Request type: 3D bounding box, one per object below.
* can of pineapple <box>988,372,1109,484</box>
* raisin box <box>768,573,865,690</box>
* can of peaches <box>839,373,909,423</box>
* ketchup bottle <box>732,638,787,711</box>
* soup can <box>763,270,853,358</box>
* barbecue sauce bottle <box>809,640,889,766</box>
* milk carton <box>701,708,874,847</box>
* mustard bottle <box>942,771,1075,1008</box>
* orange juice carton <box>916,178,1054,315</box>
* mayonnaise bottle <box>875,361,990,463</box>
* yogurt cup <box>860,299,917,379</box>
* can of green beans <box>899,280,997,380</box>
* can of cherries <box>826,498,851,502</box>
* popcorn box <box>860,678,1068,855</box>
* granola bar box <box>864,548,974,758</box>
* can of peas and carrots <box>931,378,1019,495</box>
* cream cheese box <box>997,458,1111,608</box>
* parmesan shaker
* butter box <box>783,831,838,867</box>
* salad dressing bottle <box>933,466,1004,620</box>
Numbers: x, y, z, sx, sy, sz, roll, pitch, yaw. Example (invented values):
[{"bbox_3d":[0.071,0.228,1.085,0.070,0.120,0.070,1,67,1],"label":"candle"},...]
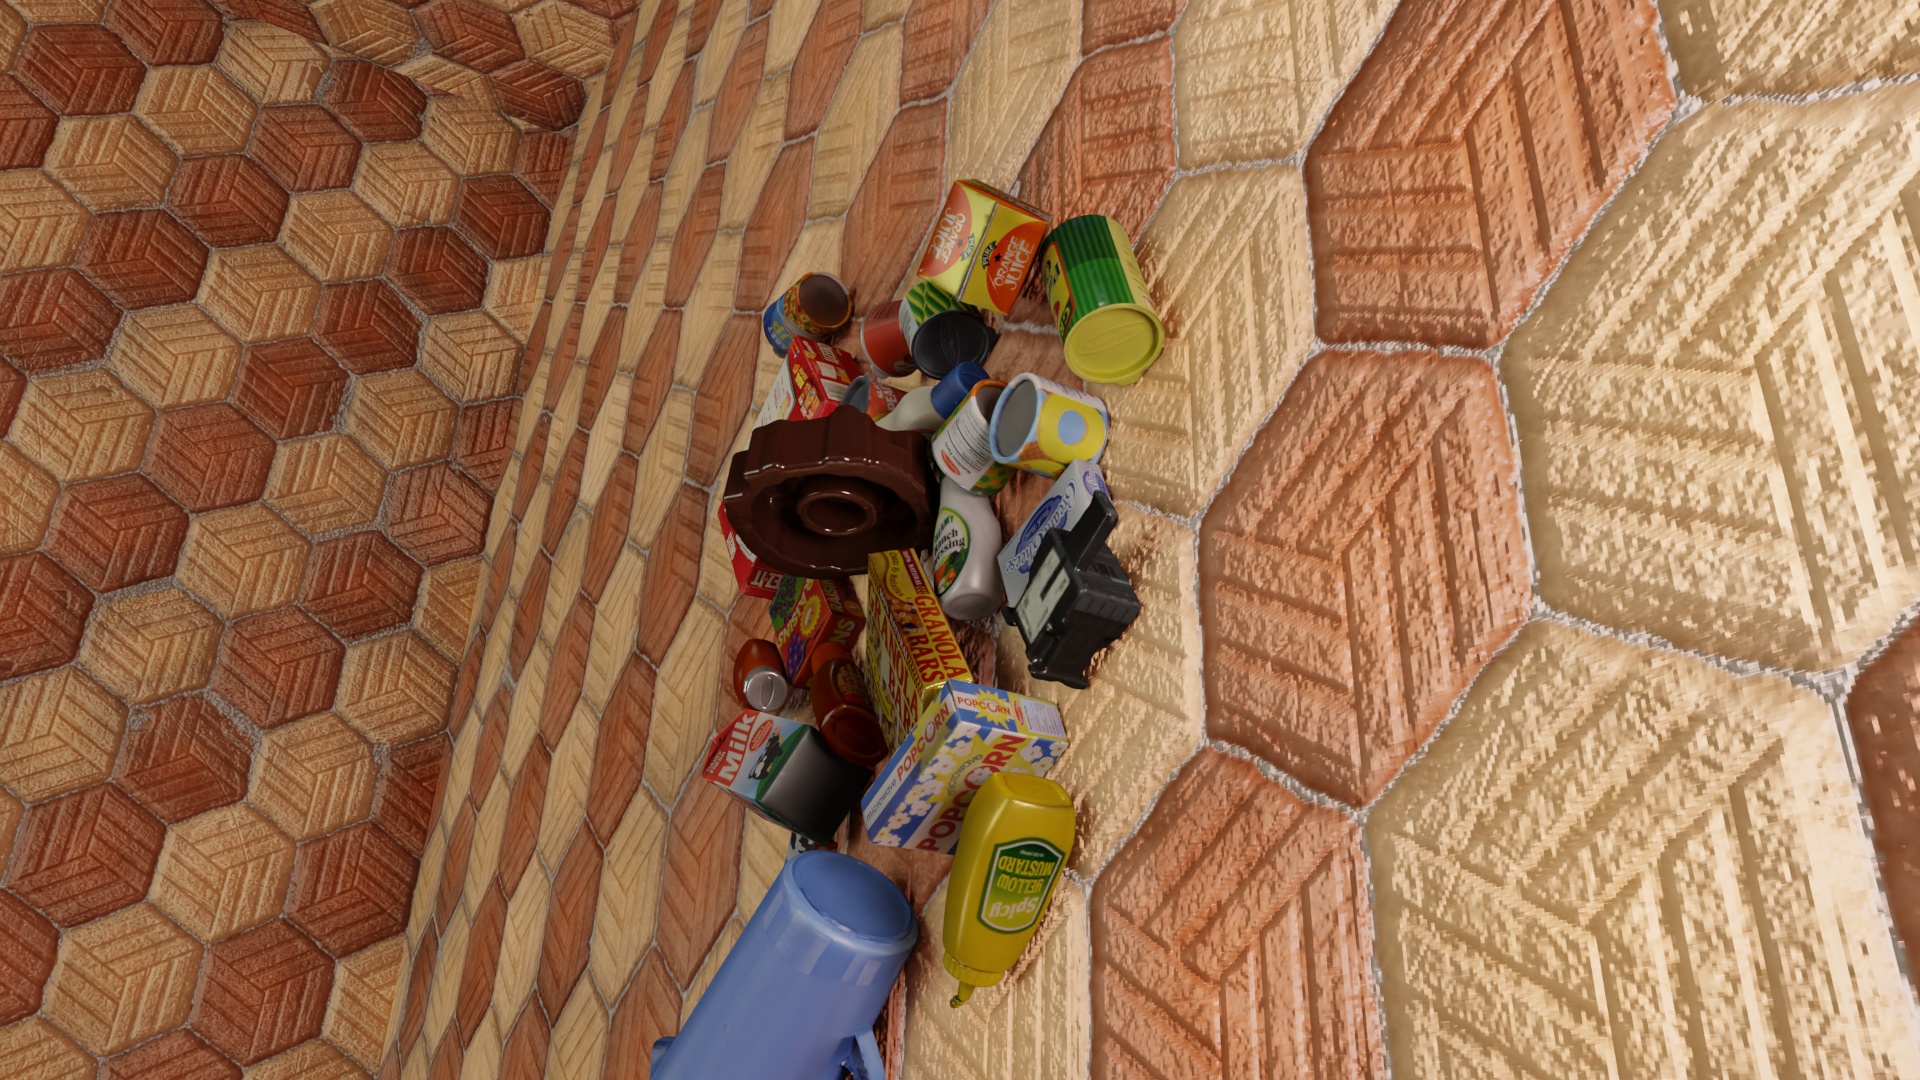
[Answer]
[{"bbox_3d":[0.060,-0.075,0.956,0.070,0.058,0.071,-38,44,49],"label":"can of pineapple"},{"bbox_3d":[-0.132,0.067,1.257,0.085,0.040,0.124,-61,30,22],"label":"raisin box"},{"bbox_3d":[-0.070,-0.106,1.216,0.071,0.058,0.071,-40,42,48],"label":"can of peaches"},{"bbox_3d":[-0.184,0.128,1.276,0.149,0.043,0.064,-171,91,-78],"label":"ketchup bottle"},{"bbox_3d":[-0.160,-0.233,1.446,0.083,0.071,0.071,-24,55,56],"label":"soup can"},{"bbox_3d":[-0.095,0.127,1.135,0.043,0.065,0.149,-49,22,6],"label":"barbecue sauce bottle"},{"bbox_3d":[-0.156,0.195,1.174,0.073,0.072,0.190,-57,22,-17],"label":"milk carton"},{"bbox_3d":[0.022,0.224,0.860,0.049,0.065,0.159,-134,58,-66],"label":"mustard bottle"},{"bbox_3d":[0.020,-0.215,1.010,0.193,0.073,0.071,-71,5,-74],"label":"orange juice carton"},{"bbox_3d":[-0.031,-0.093,1.135,0.147,0.065,0.041,-38,43,44],"label":"mayonnaise bottle"},{"bbox_3d":[-0.045,-0.179,1.207,0.054,0.072,0.072,-10,66,52],"label":"yogurt cup"},{"bbox_3d":[-0.013,-0.174,1.140,0.071,0.071,0.058,-58,30,28],"label":"can of green beans"},{"bbox_3d":[-0.108,-0.014,1.231,0.058,0.071,0.072,-45,38,43],"label":"can of cherries"},{"bbox_3d":[0.001,0.152,0.910,0.126,0.085,0.038,-56,33,30],"label":"popcorn box"},{"bbox_3d":[-0.032,0.102,1.005,0.166,0.039,0.123,-117,26,-54],"label":"granola bar box"},{"bbox_3d":[0.023,-0.077,1.022,0.058,0.071,0.071,-48,36,40],"label":"can of peas and carrots"},{"bbox_3d":[0.065,-0.001,0.943,0.103,0.024,0.053,-53,35,35],"label":"cream cheese box"},{"bbox_3d":[0.093,-0.162,0.937,0.071,0.071,0.103,-52,33,35],"label":"parmesan shaker"},{"bbox_3d":[-0.132,0.293,1.147,0.053,0.024,0.103,-1,74,62],"label":"butter box"},{"bbox_3d":[0.004,-0.013,1.042,0.064,0.044,0.148,-46,38,44],"label":"salad dressing bottle"}]
